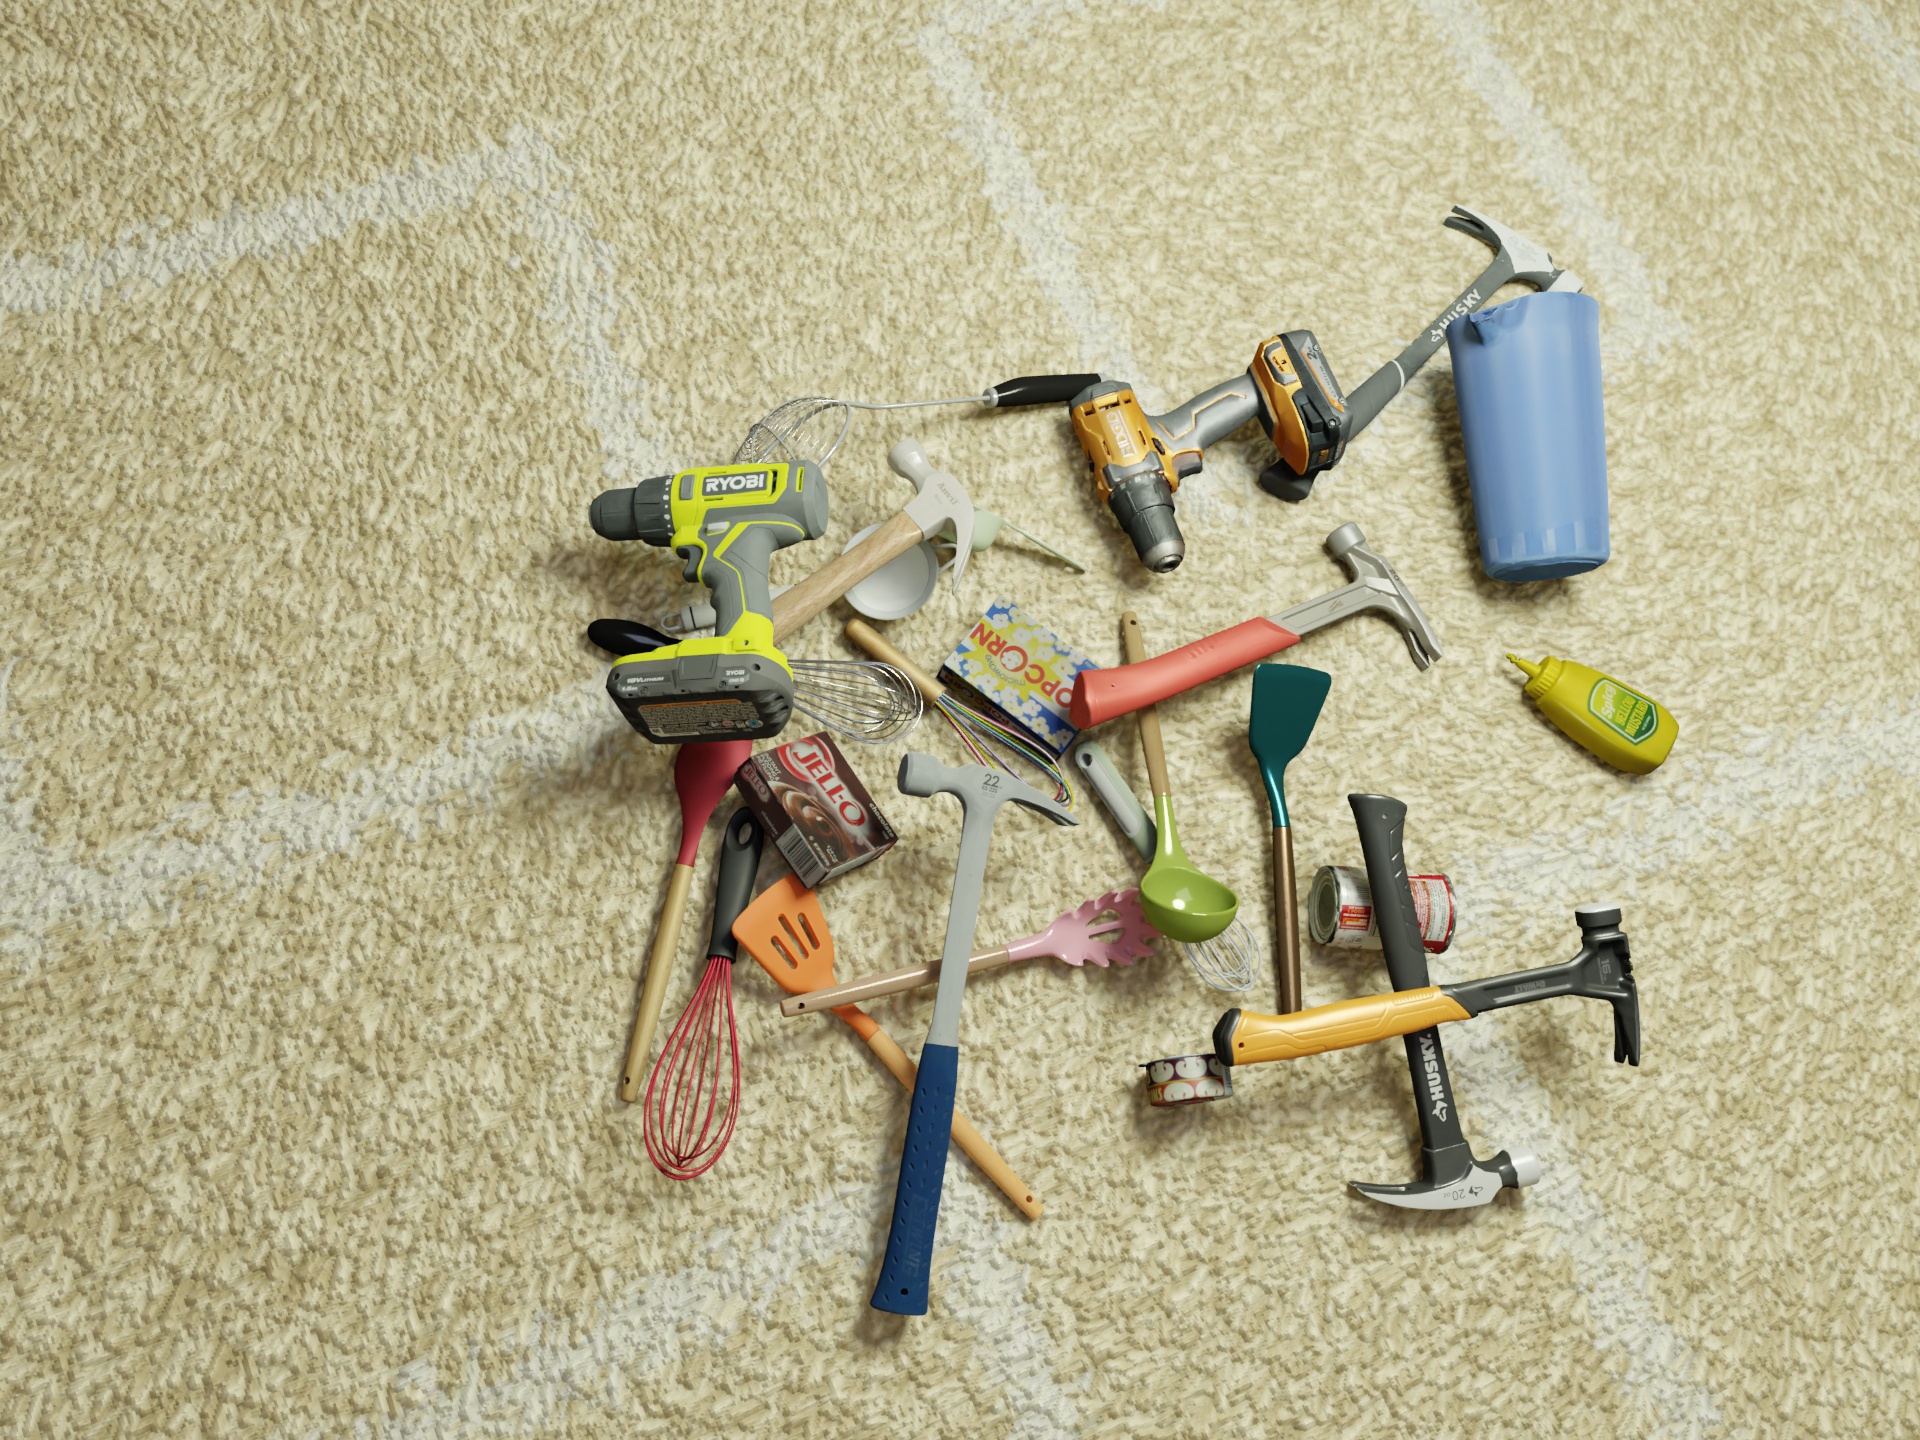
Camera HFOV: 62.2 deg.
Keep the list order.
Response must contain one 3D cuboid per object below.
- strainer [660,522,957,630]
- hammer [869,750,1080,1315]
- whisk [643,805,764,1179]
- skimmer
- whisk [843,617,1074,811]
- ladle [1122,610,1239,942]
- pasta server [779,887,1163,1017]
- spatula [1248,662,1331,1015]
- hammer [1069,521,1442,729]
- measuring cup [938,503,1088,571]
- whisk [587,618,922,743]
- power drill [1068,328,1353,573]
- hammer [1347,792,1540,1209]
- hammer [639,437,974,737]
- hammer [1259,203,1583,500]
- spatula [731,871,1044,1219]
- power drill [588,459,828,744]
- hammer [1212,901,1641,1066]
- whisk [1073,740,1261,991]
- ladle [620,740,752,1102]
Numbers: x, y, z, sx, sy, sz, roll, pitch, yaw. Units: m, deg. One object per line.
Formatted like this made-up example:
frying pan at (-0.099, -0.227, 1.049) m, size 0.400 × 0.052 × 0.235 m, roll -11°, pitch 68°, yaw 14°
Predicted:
strainer at (-0.126, -0.110, 1.346) m, size 0.258 × 0.050 × 0.087 m, roll -13°, pitch 76°, yaw -7°
hammer at (-0.007, 0.234, 1.196) m, size 0.144 × 0.035 × 0.406 m, roll 12°, pitch 79°, yaw -15°
whisk at (-0.188, 0.201, 1.217) m, size 0.073 × 0.073 × 0.296 m, roll 10°, pitch 63°, yaw -5°
skimmer at (-0.027, -0.249, 1.401) m, size 0.363 × 0.127 × 0.090 m, roll -11°, pitch 109°, yaw -25°
whisk at (-0.003, -0.004, 1.326) m, size 0.245 × 0.051 × 0.047 m, roll 39°, pitch 75°, yaw 9°
ladle at (0.165, 0.035, 1.302) m, size 0.078 × 0.062 × 0.320 m, roll 3°, pitch 57°, yaw -14°
pasta server at (0.013, 0.188, 1.239) m, size 0.316 × 0.040 × 0.060 m, roll -11°, pitch 86°, yaw -22°
spatula at (0.272, 0.113, 1.312) m, size 0.082 × 0.044 × 0.318 m, roll 6°, pitch 75°, yaw -28°
hammer at (0.247, -0.058, 1.353) m, size 0.359 × 0.036 × 0.149 m, roll -22°, pitch 74°, yaw -28°
measuring cup at (0.035, -0.154, 1.383) m, size 0.167 × 0.083 × 0.038 m, roll 26°, pitch 96°, yaw -18°
whisk at (-0.169, -0.042, 1.309) m, size 0.284 × 0.070 × 0.070 m, roll 15°, pitch 69°, yaw 2°
power drill at (0.228, -0.237, 1.407) m, size 0.226 × 0.084 × 0.185 m, roll -17°, pitch 67°, yaw -2°
hammer at (0.352, 0.220, 1.254) m, size 0.146 × 0.035 × 0.335 m, roll -12°, pitch 90°, yaw -7°
hammer at (-0.128, -0.092, 1.283) m, size 0.331 × 0.031 × 0.130 m, roll -37°, pitch 71°, yaw -11°
hammer at (0.424, -0.345, 1.519) m, size 0.149 × 0.036 × 0.409 m, roll 44°, pitch 70°, yaw 9°
spatula at (-0.048, 0.258, 1.224) m, size 0.323 × 0.041 × 0.081 m, roll 46°, pitch 54°, yaw 7°
power drill at (-0.205, -0.100, 1.235) m, size 0.190 × 0.080 × 0.229 m, roll -3°, pitch 60°, yaw 8°
hammer at (0.359, 0.228, 1.221) m, size 0.337 × 0.034 × 0.127 m, roll -8°, pitch 88°, yaw -8°
whisk at (0.166, 0.118, 1.307) m, size 0.059 × 0.058 × 0.246 m, roll -7°, pitch 59°, yaw -57°
ladle at (-0.223, 0.139, 1.244) m, size 0.069 × 0.031 × 0.316 m, roll 2°, pitch 70°, yaw 28°
